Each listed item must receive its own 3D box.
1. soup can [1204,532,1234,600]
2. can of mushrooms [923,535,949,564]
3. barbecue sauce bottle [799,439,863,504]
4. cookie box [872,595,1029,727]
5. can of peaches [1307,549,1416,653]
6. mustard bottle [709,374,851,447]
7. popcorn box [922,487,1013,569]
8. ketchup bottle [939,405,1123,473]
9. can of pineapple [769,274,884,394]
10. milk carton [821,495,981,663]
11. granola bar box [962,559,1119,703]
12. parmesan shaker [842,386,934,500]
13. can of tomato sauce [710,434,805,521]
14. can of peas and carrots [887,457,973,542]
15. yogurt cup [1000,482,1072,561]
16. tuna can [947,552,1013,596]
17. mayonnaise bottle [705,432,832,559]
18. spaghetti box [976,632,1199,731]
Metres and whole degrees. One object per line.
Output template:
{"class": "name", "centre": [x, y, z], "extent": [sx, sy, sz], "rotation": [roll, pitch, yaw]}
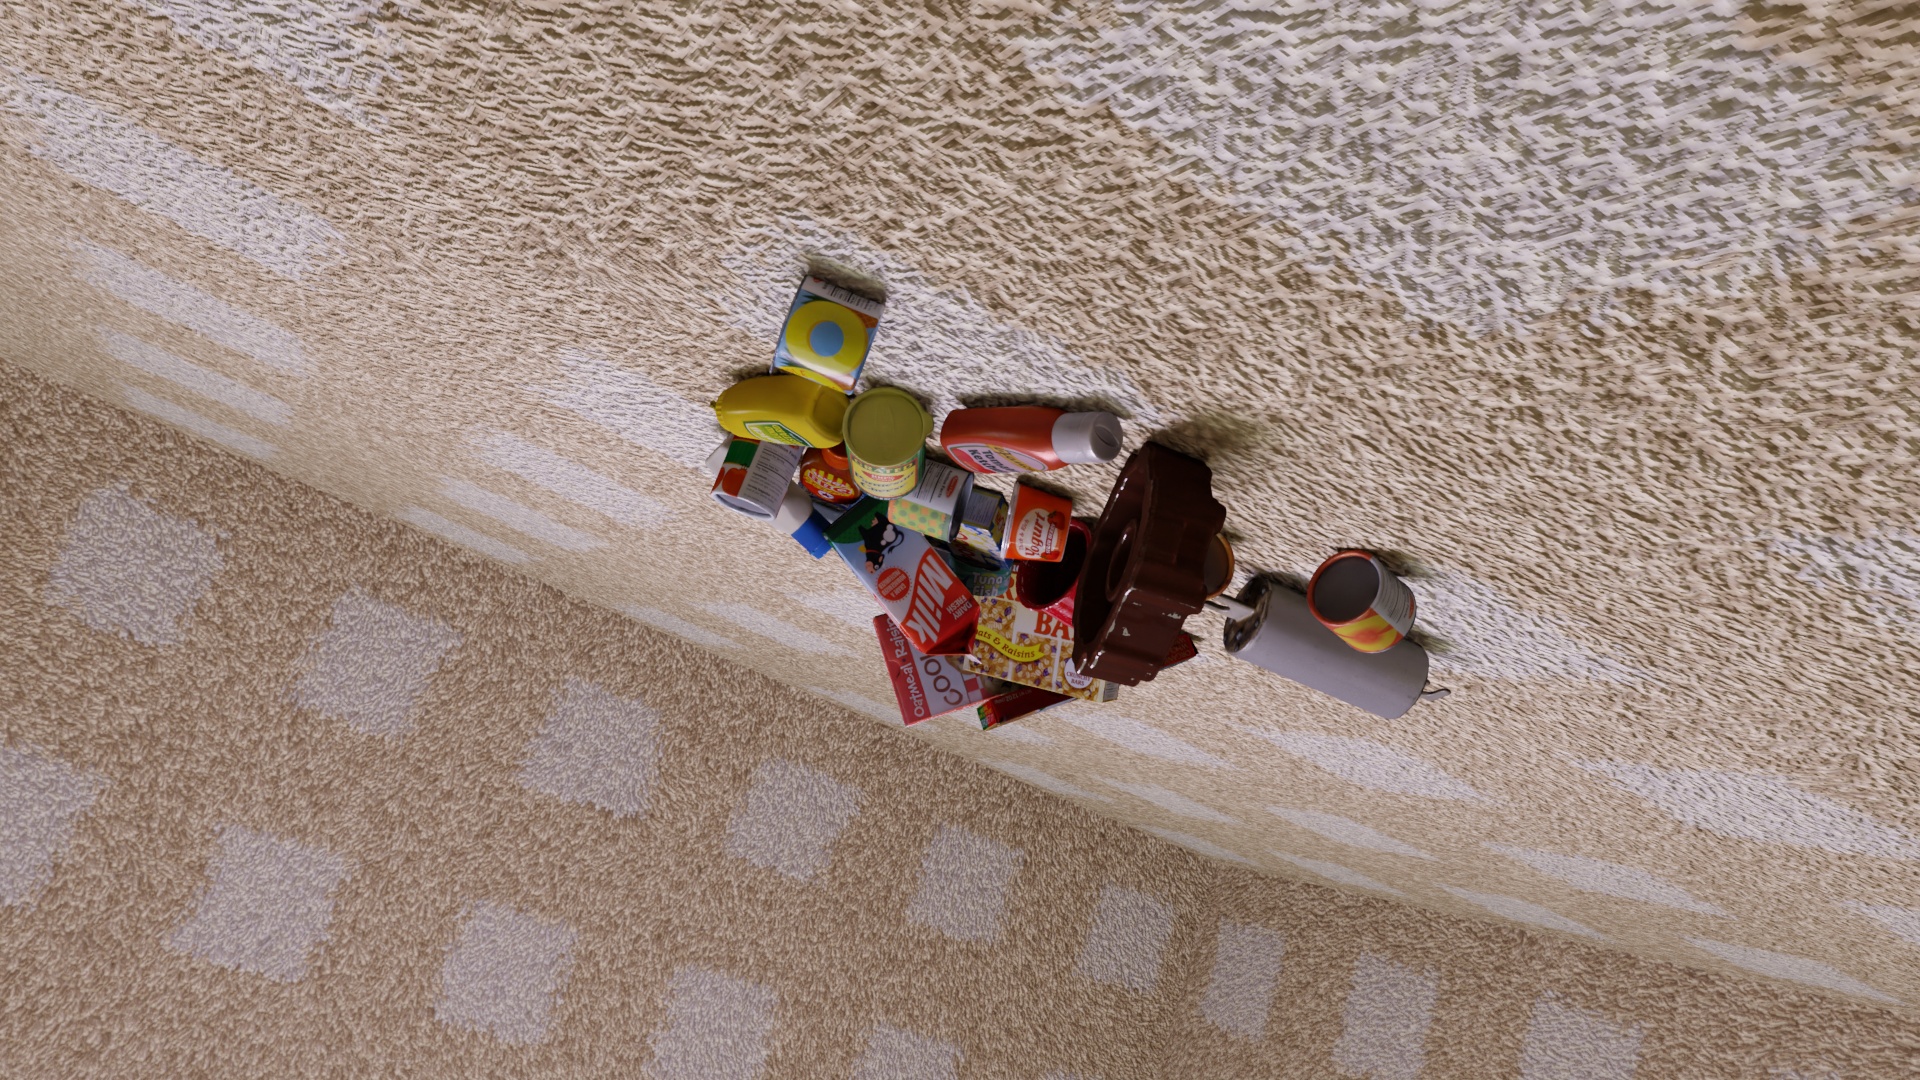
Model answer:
{"class": "soup can", "centre": [0.186, 0.022, 1.175], "extent": [0.071, 0.071, 0.083], "rotation": [23, 165, -14]}
{"class": "can of mushrooms", "centre": [-0.021, 0.025, 1.461], "extent": [0.071, 0.071, 0.033], "rotation": [23, 165, -14]}
{"class": "barbecue sauce bottle", "centre": [-0.110, -0.073, 1.257], "extent": [0.065, 0.044, 0.148], "rotation": [23, 165, -4]}
{"class": "cookie box", "centre": [0.001, 0.118, 1.503], "extent": [0.168, 0.123, 0.040], "rotation": [-17, 168, -9]}
{"class": "can of peaches", "centre": [0.313, 0.048, 1.092], "extent": [0.071, 0.071, 0.058], "rotation": [4, 158, 46]}
{"class": "mustard bottle", "centre": [-0.162, -0.109, 1.176], "extent": [0.160, 0.049, 0.065], "rotation": [6, 158, 43]}
{"class": "popcorn box", "centre": [0.005, -0.017, 1.321], "extent": [0.085, 0.038, 0.126], "rotation": [17, 166, 16]}
{"class": "ketchup bottle", "centre": [0.054, -0.075, 1.028], "extent": [0.064, 0.043, 0.148], "rotation": [31, 161, -37]}
{"class": "can of pineapple", "centre": [-0.090, -0.137, 0.938], "extent": [0.058, 0.071, 0.071], "rotation": [21, 165, -5]}
{"class": "milk carton", "centre": [-0.046, 0.043, 1.335], "extent": [0.190, 0.073, 0.072], "rotation": [51, 173, -5]}
{"class": "granola bar box", "centre": [0.090, 0.088, 1.419], "extent": [0.165, 0.124, 0.039], "rotation": [10, -176, 32]}
{"class": "parmesan shaker", "centre": [-0.057, -0.076, 1.129], "extent": [0.071, 0.071, 0.103], "rotation": [19, 166, 3]}
{"class": "can of tomato sauce", "centre": [-0.189, -0.068, 1.296], "extent": [0.071, 0.083, 0.071], "rotation": [19, 165, 5]}
{"class": "can of peas and carrots", "centre": [-0.026, -0.037, 1.228], "extent": [0.059, 0.071, 0.070], "rotation": [18, 165, 8]}
{"class": "yogurt cup", "centre": [0.066, -0.013, 1.207], "extent": [0.054, 0.072, 0.072], "rotation": [11, 165, 2]}
{"class": "tuna can", "centre": [0.020, 0.030, 1.398], "extent": [0.071, 0.032, 0.071], "rotation": [8, -159, -3]}
{"class": "mayonnaise bottle", "centre": [-0.182, -0.044, 1.371], "extent": [0.148, 0.041, 0.064], "rotation": [43, 150, -10]}
{"class": "spaghetti box", "centre": [0.137, 0.151, 1.487], "extent": [0.251, 0.029, 0.050], "rotation": [-16, 168, -22]}
